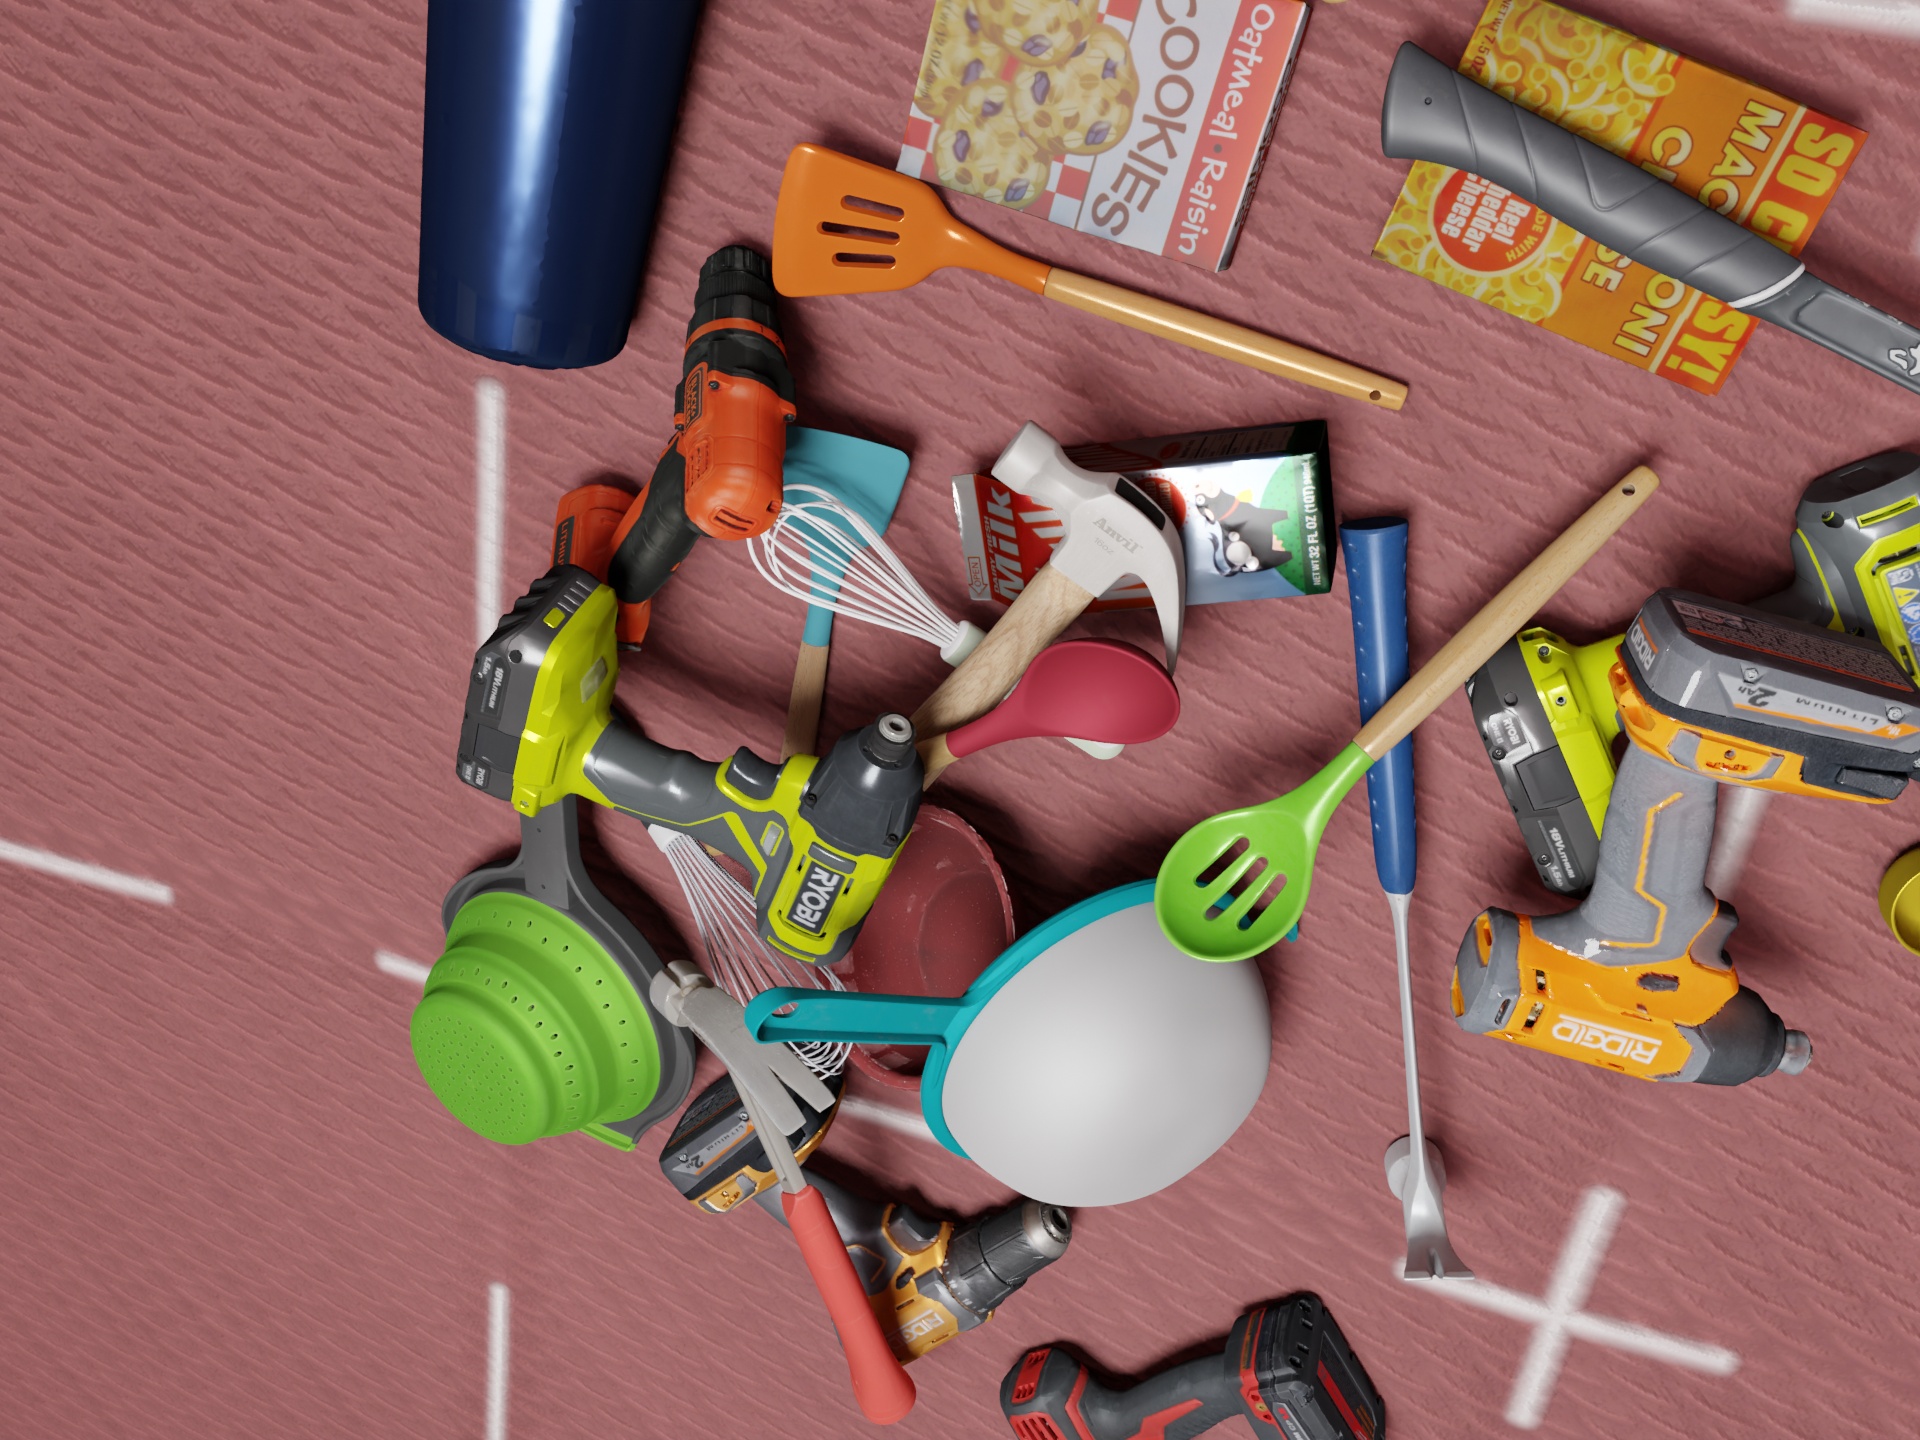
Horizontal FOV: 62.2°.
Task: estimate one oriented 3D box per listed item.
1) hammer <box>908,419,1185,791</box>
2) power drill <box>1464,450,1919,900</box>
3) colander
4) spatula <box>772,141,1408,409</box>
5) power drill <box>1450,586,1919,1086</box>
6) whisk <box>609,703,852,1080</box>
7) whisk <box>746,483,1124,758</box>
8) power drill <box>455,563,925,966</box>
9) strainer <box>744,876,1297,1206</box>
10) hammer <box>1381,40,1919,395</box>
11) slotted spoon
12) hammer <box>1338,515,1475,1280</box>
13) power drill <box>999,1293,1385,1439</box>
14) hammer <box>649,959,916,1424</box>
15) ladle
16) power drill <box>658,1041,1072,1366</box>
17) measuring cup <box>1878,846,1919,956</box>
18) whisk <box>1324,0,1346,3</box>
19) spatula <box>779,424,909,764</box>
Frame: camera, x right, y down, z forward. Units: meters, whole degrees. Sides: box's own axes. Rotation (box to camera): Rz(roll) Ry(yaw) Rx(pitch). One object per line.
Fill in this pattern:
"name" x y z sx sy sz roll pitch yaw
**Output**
"hammer" -0.001 -0.003 0.833 0.130 0.031 0.331 35 129 -8
"power drill" 0.379 0.001 0.763 0.228 0.080 0.190 -22 103 21
"colander" -0.269 0.128 0.958 0.204 0.094 0.396 20 125 23
"spatula" 0.064 -0.207 0.790 0.322 0.041 0.081 20 129 6
"power drill" 0.338 0.068 0.717 0.164 0.084 0.226 16 119 2
"whisk" -0.152 0.090 0.929 0.070 0.070 0.285 -46 72 27
"whisk" -0.009 -0.048 0.849 0.246 0.058 0.059 32 161 -17
"power drill" -0.131 0.019 0.805 0.223 0.080 0.171 26 134 0
"strainer" 0.046 0.181 0.806 0.211 0.340 0.095 -58 46 20
"hammer" 0.359 -0.177 0.664 0.409 0.036 0.149 30 106 6
"slotted spoon" 0.214 -0.002 0.762 0.313 0.031 0.070 -47 68 11
"hammer" 0.231 0.098 0.830 0.035 0.144 0.405 -5 104 11
"power drill" 0.157 0.475 1.026 0.226 0.080 0.188 -25 103 27
"hammer" -0.078 0.297 0.910 0.149 0.037 0.358 30 145 47
"ladle" -0.022 0.022 0.822 0.315 0.031 0.069 -23 121 34
"power drill" -0.056 0.305 1.017 0.185 0.084 0.226 -38 102 26
"measuring cup" 0.535 0.093 0.787 0.156 0.029 0.062 6 114 1
"whisk" 0.143 -0.419 0.645 0.047 0.051 0.244 -3 129 20
"spatula" -0.091 -0.018 0.912 0.082 0.044 0.317 12 116 2
